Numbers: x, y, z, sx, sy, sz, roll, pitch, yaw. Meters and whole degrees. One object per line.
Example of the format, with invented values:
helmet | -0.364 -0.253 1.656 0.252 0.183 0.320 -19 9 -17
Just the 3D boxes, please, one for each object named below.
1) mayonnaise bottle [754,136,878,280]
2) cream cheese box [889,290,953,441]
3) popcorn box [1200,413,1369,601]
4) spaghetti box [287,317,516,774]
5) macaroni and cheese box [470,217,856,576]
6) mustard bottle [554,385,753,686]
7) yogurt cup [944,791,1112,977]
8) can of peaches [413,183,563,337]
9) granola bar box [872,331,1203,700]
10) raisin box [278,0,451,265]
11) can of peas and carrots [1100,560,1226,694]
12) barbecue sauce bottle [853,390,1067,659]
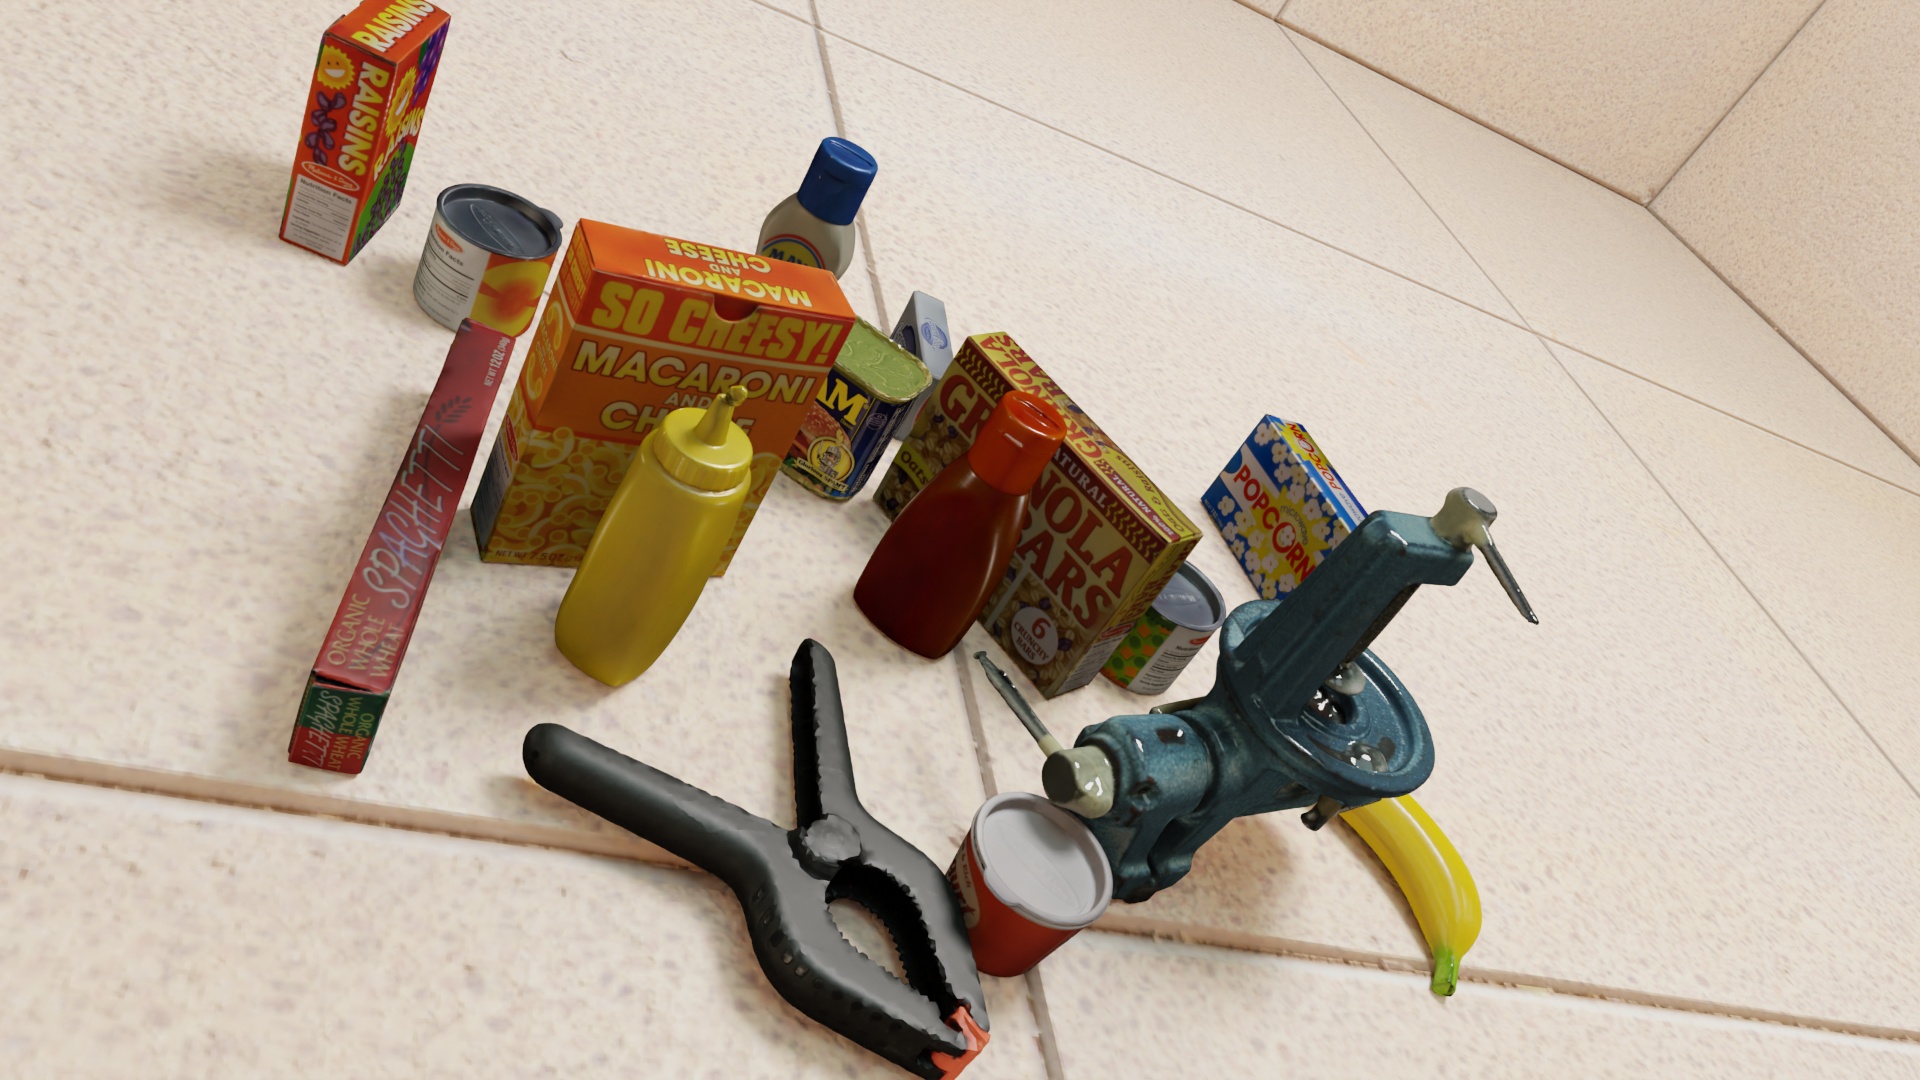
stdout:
mayonnaise bottle | -0.096 -0.169 0.831 0.065 0.147 0.041 29 33 -6
cream cheese box | -0.027 -0.113 0.901 0.024 0.053 0.104 18 36 -22
popcorn box | 0.227 -0.013 0.954 0.038 0.084 0.127 8 40 -33
spaghetti box | -0.235 -0.009 0.599 0.029 0.050 0.251 20 35 -19
macaroni and cheese box | -0.137 -0.056 0.634 0.124 0.165 0.040 5 42 -36
mustard bottle | -0.124 -0.008 0.589 0.049 0.159 0.065 33 33 1
yogurt cup | 0.024 0.151 0.602 0.072 0.053 0.073 22 35 -16
can of peaches | -0.256 -0.152 0.758 0.071 0.057 0.071 22 34 -16
granola bar box | 0.036 -0.015 0.763 0.039 0.123 0.166 -14 55 -48
raisin box | -0.317 -0.221 0.739 0.040 0.122 0.086 24 34 -14
can of peas and carrots | 0.109 0.045 0.806 0.071 0.058 0.071 22 34 -16
barbecue sauce bottle | 0.003 -0.009 0.705 0.065 0.147 0.044 37 33 7
